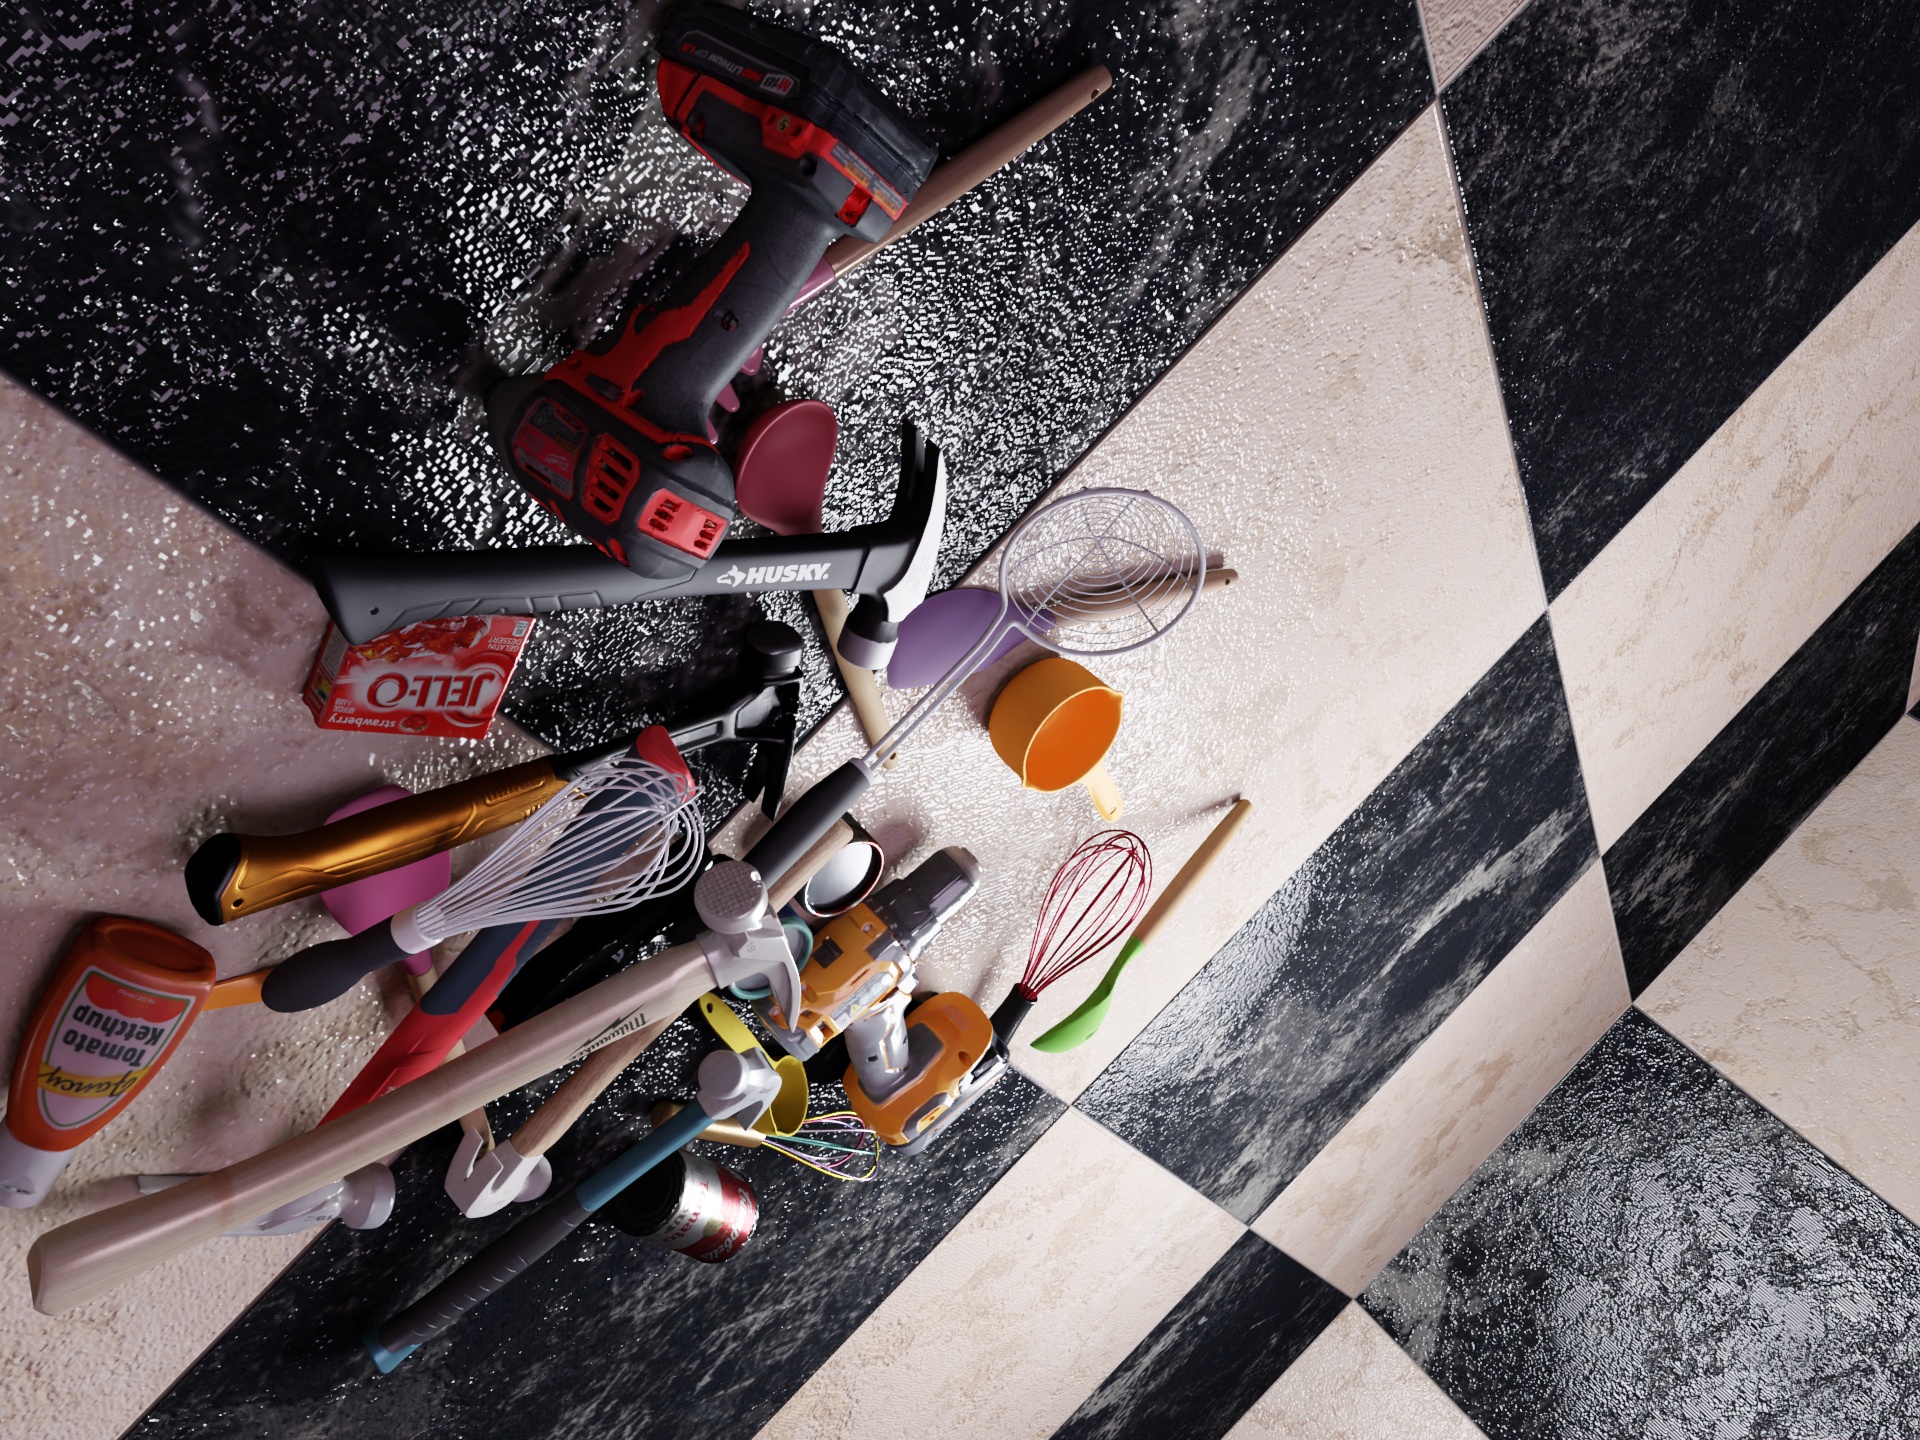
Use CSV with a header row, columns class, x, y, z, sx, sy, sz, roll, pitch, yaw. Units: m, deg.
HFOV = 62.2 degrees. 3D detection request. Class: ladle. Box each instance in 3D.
class,x,y,z,sx,sy,sz,roll,pitch,yaw
ladle,-0.072,-0.066,0.917,0.069,0.031,0.315,-40,145,-18

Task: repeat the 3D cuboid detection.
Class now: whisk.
class,x,y,z,sx,sy,sz,roll,pitch,yaw
whisk,-0.239,0.089,0.768,0.284,0.070,0.070,-25,150,22
whisk,-0.140,0.307,1.191,0.244,0.051,0.047,28,81,-49
whisk,0.063,0.206,1.280,0.073,0.073,0.295,7,124,-48

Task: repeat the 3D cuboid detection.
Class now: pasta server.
class,x,y,z,sx,sy,sz,roll,pitch,yaw
pasta server,-0.040,-0.233,0.784,0.316,0.040,0.060,-39,160,-14

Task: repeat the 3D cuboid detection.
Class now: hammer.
class,x,y,z,sx,sy,sz,roll,pitch,yaw
hammer,-0.280,0.208,0.850,0.410,0.038,0.146,-25,144,-12
hammer,-0.255,0.319,1.037,0.331,0.033,0.128,-37,163,2
hammer,-0.145,-0.077,0.774,0.334,0.035,0.146,-8,134,-41
hammer,-0.228,0.042,0.837,0.337,0.034,0.127,-19,135,-37
hammer,-0.278,0.145,0.841,0.386,0.038,0.143,-48,143,18
hammer,-0.190,0.180,0.978,0.331,0.031,0.130,-46,166,0

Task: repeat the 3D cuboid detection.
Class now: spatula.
class,x,y,z,sx,sy,sz,roll,pitch,yaw
spatula,0.077,-0.074,1.065,0.316,0.018,0.059,-14,116,-37

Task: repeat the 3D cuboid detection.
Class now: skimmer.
class,x,y,z,sx,sy,sz,roll,pitch,yaw
skimmer,-0.002,-0.003,0.952,0.363,0.090,0.127,-45,129,-17

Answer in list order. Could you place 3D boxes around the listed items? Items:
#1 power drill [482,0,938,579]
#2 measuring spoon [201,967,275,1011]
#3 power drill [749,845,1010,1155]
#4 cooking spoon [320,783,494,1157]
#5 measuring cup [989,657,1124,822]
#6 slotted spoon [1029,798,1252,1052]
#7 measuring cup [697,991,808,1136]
class,x,y,z,sx,sy,sz,roll,pitch,yaw
power drill,-0.119,-0.181,0.677,0.078,0.143,0.219,22,100,-56
measuring spoon,-0.369,0.142,0.822,0.117,0.011,0.021,-9,129,-40
power drill,-0.036,0.203,1.162,0.185,0.084,0.226,-41,139,-12
cooking spoon,-0.301,0.154,0.898,0.069,0.017,0.318,-31,141,-30
measuring cup,0.076,0.020,1.125,0.095,0.052,0.173,-43,145,-6
slotted spoon,0.158,0.163,1.289,0.314,0.031,0.070,-45,-179,-34
measuring cup,-0.154,0.237,1.113,0.062,0.029,0.156,-74,146,-41
